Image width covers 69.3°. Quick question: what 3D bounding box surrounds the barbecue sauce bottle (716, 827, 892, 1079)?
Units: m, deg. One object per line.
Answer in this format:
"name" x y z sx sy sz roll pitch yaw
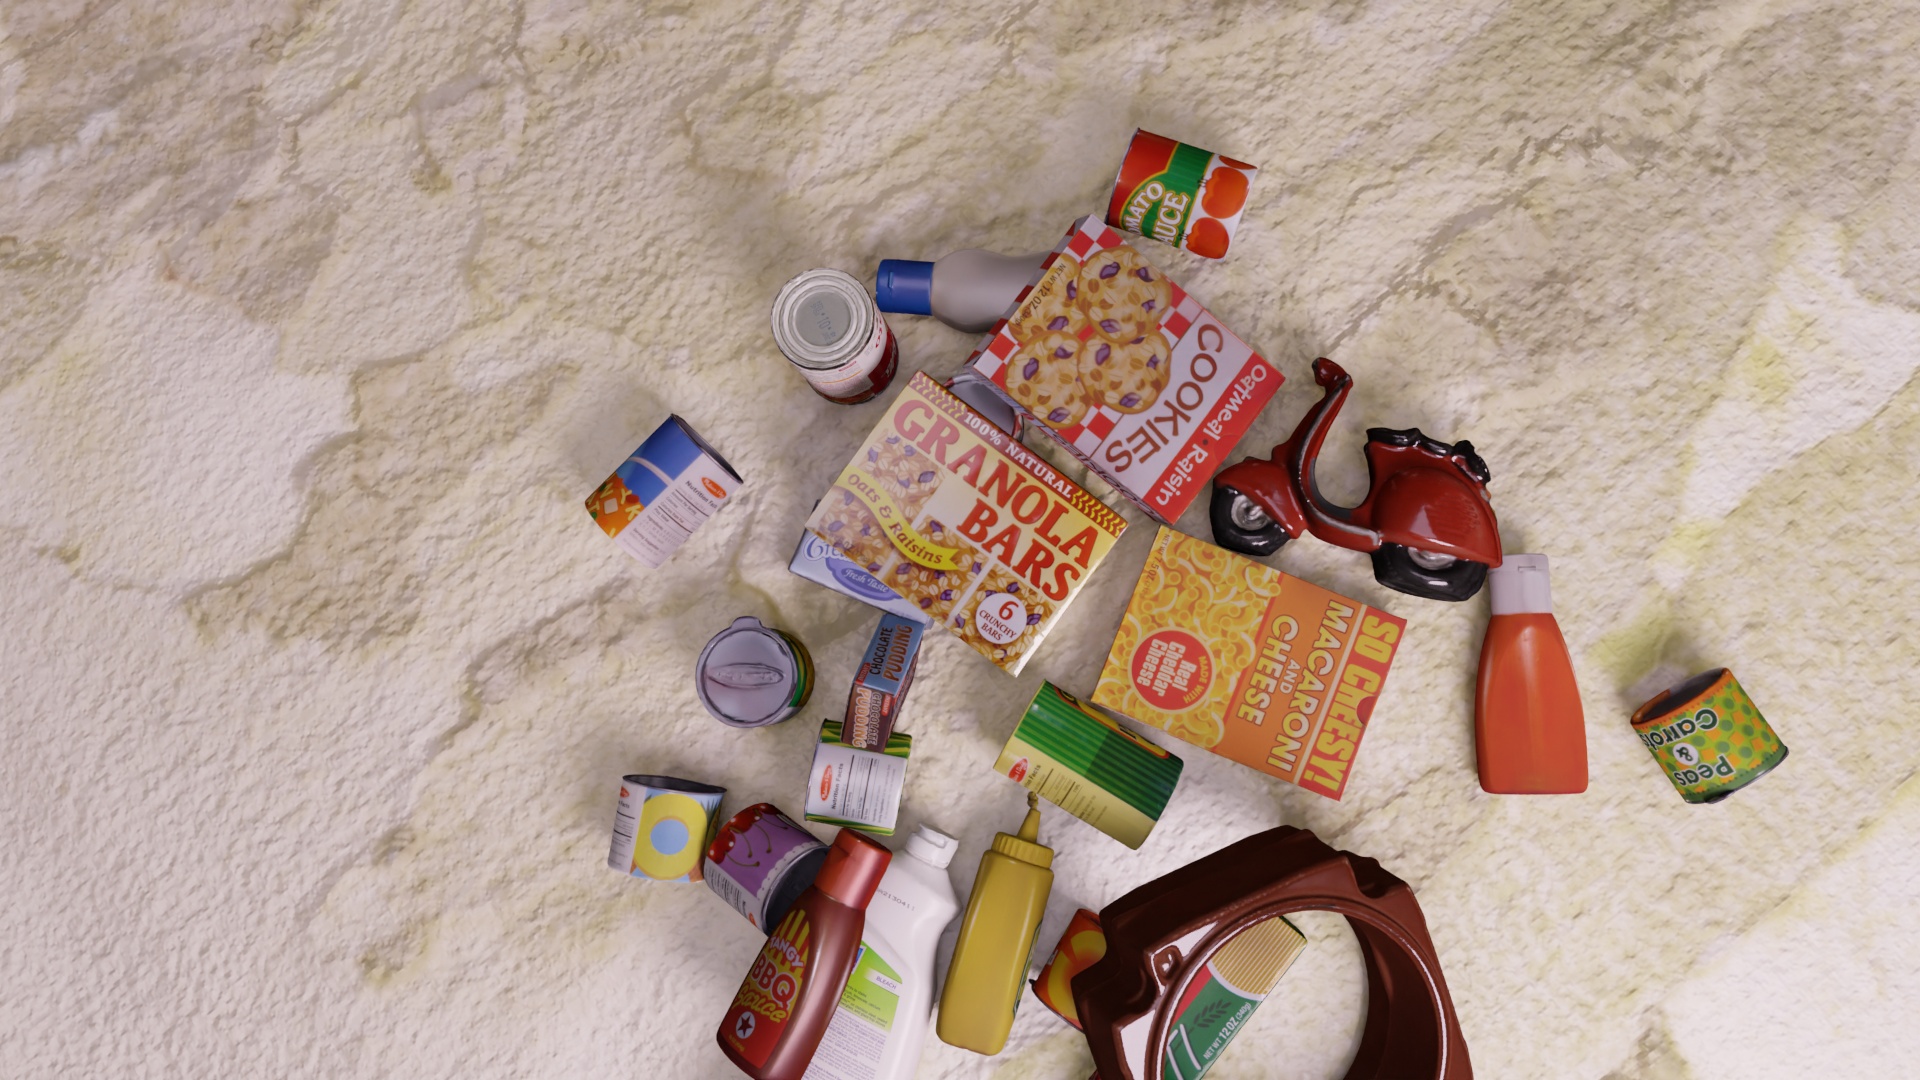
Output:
"barbecue sauce bottle" -0.090 0.248 0.837 0.065 0.043 0.148 20 80 49

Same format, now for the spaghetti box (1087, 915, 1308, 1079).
"spaghetti box" 0.121 0.330 0.868 0.050 0.028 0.250 39 88 9

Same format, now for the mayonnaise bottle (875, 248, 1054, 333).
"mayonnaise bottle" 0.019 -0.167 0.933 0.148 0.041 0.065 5 86 7

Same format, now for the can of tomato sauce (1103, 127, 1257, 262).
"can of tomato sauce" 0.145 -0.225 0.914 0.083 0.071 0.071 20 86 7

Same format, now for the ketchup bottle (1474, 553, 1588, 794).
"ketchup bottle" 0.354 0.083 0.869 0.065 0.043 0.149 -1 83 4

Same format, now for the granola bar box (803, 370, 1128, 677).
"granola bar box" 0.003 -0.011 0.886 0.165 0.039 0.124 36 90 -6

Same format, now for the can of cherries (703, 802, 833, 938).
"can of cherries" -0.118 0.207 0.880 0.058 0.071 0.071 27 86 34

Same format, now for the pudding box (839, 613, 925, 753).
"pudding box" -0.049 0.089 0.880 0.030 0.084 0.049 15 120 5

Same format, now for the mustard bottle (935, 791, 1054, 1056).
"mustard bottle" 0.027 0.237 0.872 0.049 0.065 0.160 16 81 6

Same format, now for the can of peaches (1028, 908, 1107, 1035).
"can of peaches" 0.085 0.269 0.861 0.071 0.071 0.058 31 87 8

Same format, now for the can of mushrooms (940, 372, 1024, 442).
"can of mushrooms" 0.008 -0.075 0.926 0.071 0.033 0.071 -1 83 5

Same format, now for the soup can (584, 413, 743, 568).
"soup can" -0.198 -0.034 0.926 0.084 0.071 0.071 -45 81 0

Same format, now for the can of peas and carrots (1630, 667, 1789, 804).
"can of peas and carrots" 0.452 0.119 0.842 0.071 0.071 0.059 -33 81 1

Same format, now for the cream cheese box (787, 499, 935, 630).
"cream cheese box" -0.058 0.017 0.926 0.104 0.024 0.053 23 85 8

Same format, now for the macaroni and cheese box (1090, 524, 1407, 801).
"macaroni and cheese box" 0.182 0.078 0.887 0.166 0.040 0.123 21 86 8

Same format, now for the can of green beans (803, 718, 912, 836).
"can of green beans" -0.065 0.151 0.887 0.058 0.071 0.071 11 84 0

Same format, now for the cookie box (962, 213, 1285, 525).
"cookie box" 0.106 -0.108 0.892 0.167 0.040 0.123 38 88 -12

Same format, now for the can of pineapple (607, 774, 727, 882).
"can of pineapple" -0.188 0.186 0.897 0.071 0.071 0.058 9 85 6

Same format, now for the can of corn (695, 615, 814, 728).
"can of corn" -0.133 0.086 0.907 0.071 0.058 0.071 -1 83 6

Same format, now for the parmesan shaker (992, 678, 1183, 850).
"parmesan shaker" 0.081 0.142 0.878 0.103 0.071 0.071 30 87 6
